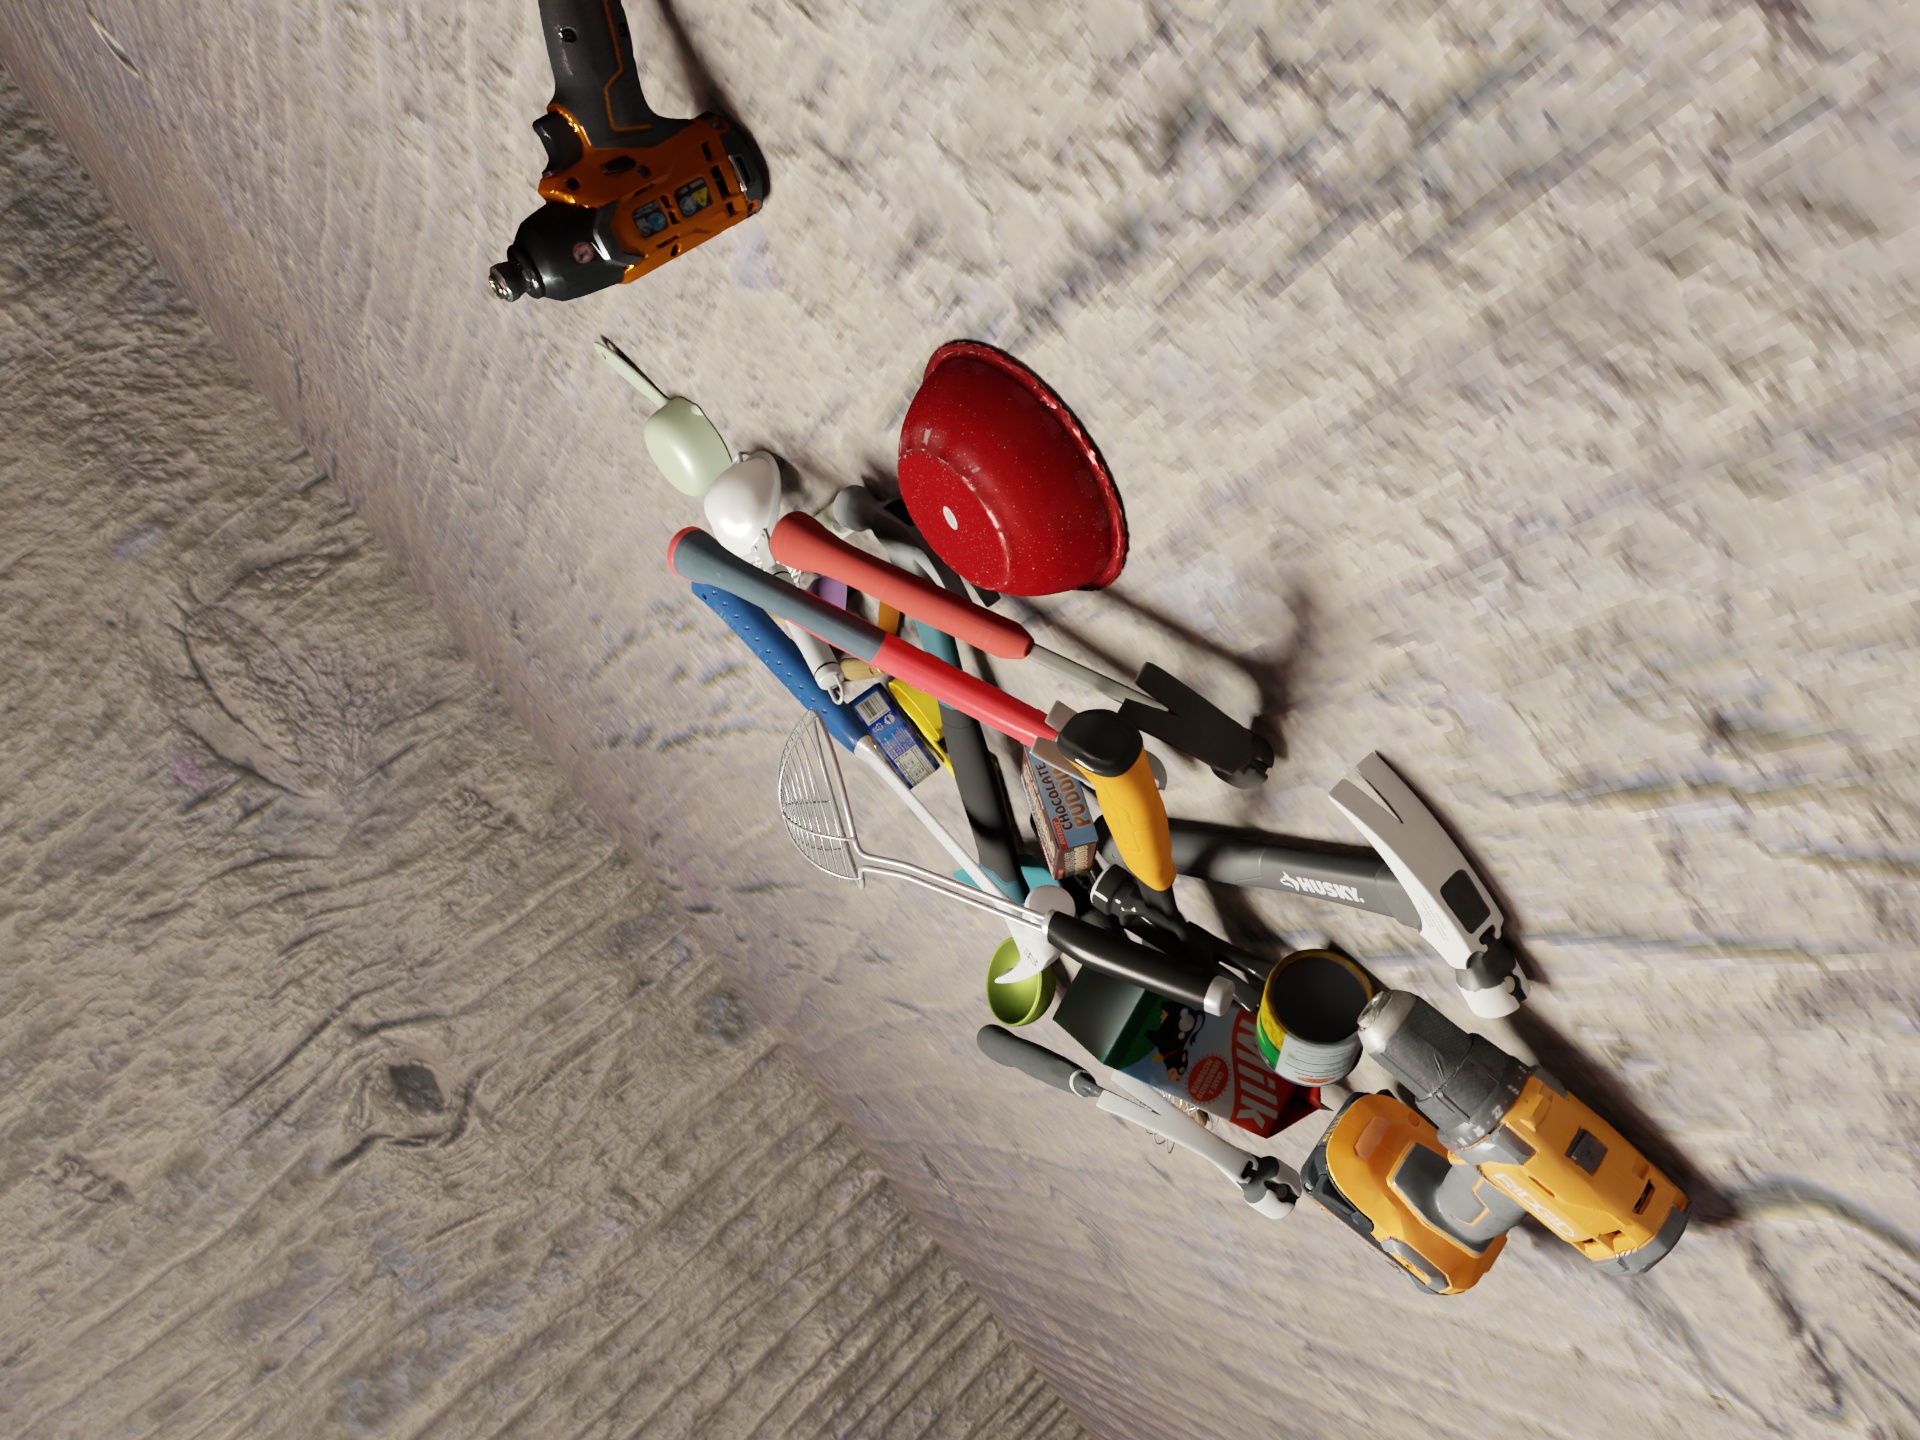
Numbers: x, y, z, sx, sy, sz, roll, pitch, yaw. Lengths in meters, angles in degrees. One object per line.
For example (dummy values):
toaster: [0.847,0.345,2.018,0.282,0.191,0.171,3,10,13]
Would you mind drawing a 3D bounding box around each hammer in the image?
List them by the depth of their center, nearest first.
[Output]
hammer: [0.108,0.077,0.876,0.127,0.034,0.336,32,168,24]
hammer: [0.006,-0.056,0.912,0.359,0.037,0.149,28,-179,38]
hammer: [0.172,0.080,0.926,0.146,0.035,0.335,57,160,-16]
hammer: [-0.057,-0.048,0.989,0.387,0.038,0.143,28,180,32]
hammer: [-0.002,-0.004,1.106,0.128,0.033,0.330,27,142,46]
hammer: [-0.066,0.030,1.171,0.406,0.035,0.144,47,156,20]
hammer: [0.096,0.280,1.215,0.149,0.036,0.409,35,168,-16]

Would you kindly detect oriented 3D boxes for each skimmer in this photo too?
skimmer: [0.021,0.092,1.028,0.363,0.090,0.127,19,136,29]

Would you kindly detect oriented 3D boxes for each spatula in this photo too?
spatula: [0.113,0.220,1.279,0.082,0.044,0.317,-19,113,39]
spatula: [-0.150,-0.087,1.331,0.316,0.018,0.060,-174,88,-66]

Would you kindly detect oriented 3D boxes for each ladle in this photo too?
ladle: [-0.099,-0.038,1.250,0.069,0.031,0.315,60,165,-9]
ladle: [0.033,0.143,1.304,0.319,0.062,0.078,77,168,-45]

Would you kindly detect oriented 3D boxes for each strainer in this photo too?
strainer: [-0.134,-0.108,1.131,0.087,0.050,0.259,-53,51,31]

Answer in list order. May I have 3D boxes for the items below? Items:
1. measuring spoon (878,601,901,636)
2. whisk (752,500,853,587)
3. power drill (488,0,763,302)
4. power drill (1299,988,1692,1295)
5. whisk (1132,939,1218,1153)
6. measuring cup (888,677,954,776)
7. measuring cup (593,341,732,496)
measuring spoon: [-0.051,-0.072,1.181,0.021,0.011,0.116,45,156,17]
whisk: [-0.121,-0.127,1.189,0.057,0.059,0.246,18,165,-21]
power drill: [-0.218,-0.343,0.847,0.084,0.164,0.226,24,145,52]
power drill: [0.272,0.241,0.901,0.185,0.084,0.226,39,155,7]
whisk: [0.159,0.237,1.202,0.070,0.070,0.284,35,150,37]
measuring cup: [-0.011,0.010,1.223,0.062,0.029,0.156,43,171,34]
measuring cup: [-0.248,-0.241,1.261,0.168,0.038,0.083,43,159,16]
